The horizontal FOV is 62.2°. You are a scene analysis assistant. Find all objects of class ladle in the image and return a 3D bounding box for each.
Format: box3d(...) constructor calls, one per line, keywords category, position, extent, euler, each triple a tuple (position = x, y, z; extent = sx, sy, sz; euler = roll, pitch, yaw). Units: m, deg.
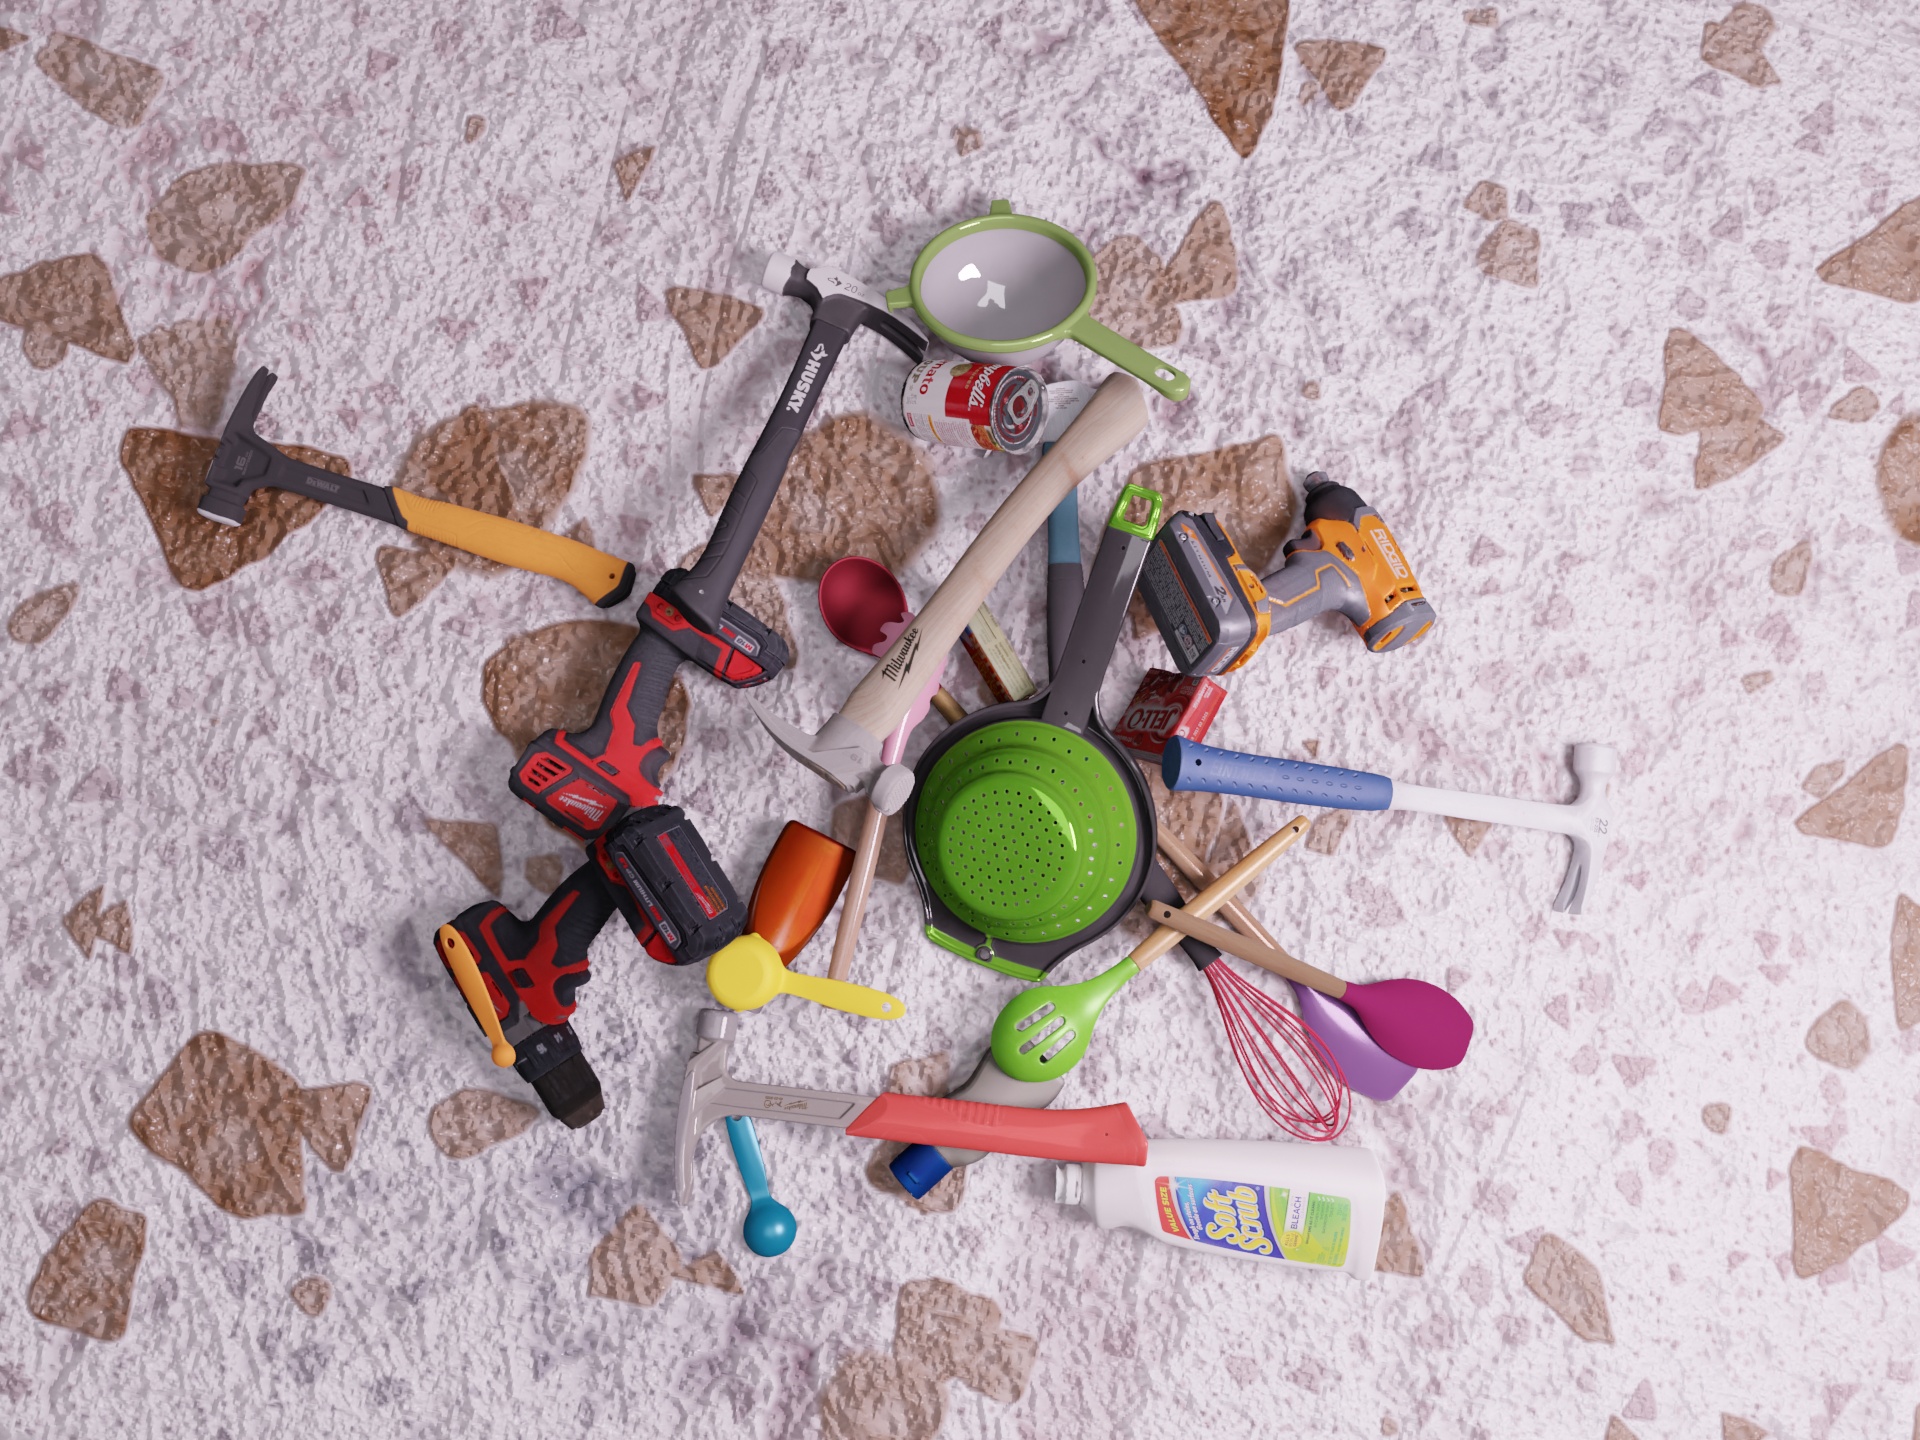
box3d(category="ladle", position=(-0.002, -0.004, 1.288), extent=(0.069, 0.031, 0.315), euler=(-41, 91, -8))

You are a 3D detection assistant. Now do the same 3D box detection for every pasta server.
box3d(category="pasta server", position=(-0.065, 0.068, 1.241), extent=(0.060, 0.040, 0.316), euler=(15, 85, -15))

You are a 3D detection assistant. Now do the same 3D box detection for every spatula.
box3d(category="spatula", position=(0.251, 0.188, 1.298), extent=(0.060, 0.018, 0.316), euler=(-43, 91, -7))

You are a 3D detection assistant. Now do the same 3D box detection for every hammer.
box3d(category="hammer", position=(-0.038, 0.314, 1.215), extent=(0.359, 0.036, 0.149), euler=(5, 78, 6))
box3d(category="hammer", position=(0.088, -0.114, 1.303), extent=(0.128, 0.033, 0.331), euler=(-2, 85, -6))
box3d(category="hammer", position=(0.349, 0.066, 1.266), extent=(0.405, 0.035, 0.144), euler=(8, 85, -18))
box3d(category="hammer", position=(0.008, -0.122, 1.236), extent=(0.146, 0.038, 0.411), euler=(31, 72, 20))
box3d(category="hammer", position=(-0.140, -0.213, 1.247), extent=(0.146, 0.035, 0.335), euler=(22, 67, -4))
box3d(category="hammer", position=(-0.419, -0.168, 1.261), extent=(0.337, 0.034, 0.127), euler=(18, 84, -3))

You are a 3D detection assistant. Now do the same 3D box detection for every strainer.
box3d(category="strainer", position=(0.076, -0.308, 1.277), extent=(0.256, 0.069, 0.151), euler=(36, 67, 20))

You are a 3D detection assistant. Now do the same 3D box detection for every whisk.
box3d(category="whisk", position=(0.212, 0.210, 1.275), extent=(0.073, 0.073, 0.296), euler=(-35, 83, -7))

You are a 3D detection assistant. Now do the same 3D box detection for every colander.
box3d(category="colander", position=(0.069, 0.013, 1.199), extent=(0.204, 0.094, 0.397), euler=(20, 100, 11))

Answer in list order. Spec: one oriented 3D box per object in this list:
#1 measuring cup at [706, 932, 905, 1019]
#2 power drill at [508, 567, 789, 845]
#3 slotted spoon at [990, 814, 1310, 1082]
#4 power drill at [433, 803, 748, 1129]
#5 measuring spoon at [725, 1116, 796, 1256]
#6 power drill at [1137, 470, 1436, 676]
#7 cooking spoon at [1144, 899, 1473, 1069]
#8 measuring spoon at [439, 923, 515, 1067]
box3d(category="measuring cup", position=(-0.118, 0.202, 1.202), extent=(0.156, 0.029, 0.062), euler=(12, 84, 10))
box3d(category="power drill", position=(-0.235, 0.003, 1.243), extent=(0.143, 0.078, 0.220), euler=(35, 85, -1))
box3d(category="slotted spoon", position=(0.154, 0.173, 1.248), extent=(0.314, 0.031, 0.070), euler=(-37, 83, -10))
box3d(category="power drill", position=(-0.270, 0.186, 1.189), extent=(0.226, 0.080, 0.188), euler=(-33, 88, 20))
box3d(category="measuring spoon", position=(-0.161, 0.357, 1.241), extent=(0.042, 0.021, 0.128), euler=(-17, 88, -7))
box3d(category="power drill", position=(0.255, -0.123, 1.267), extent=(0.226, 0.084, 0.164), euler=(-10, 65, -28))
box3d(category="cooking spoon", position=(0.282, 0.206, 1.265), extent=(0.318, 0.017, 0.069), euler=(24, 81, -17))
box3d(category="measuring spoon", position=(-0.362, 0.206, 1.182), extent=(0.021, 0.011, 0.117), euler=(-23, 92, 23))
